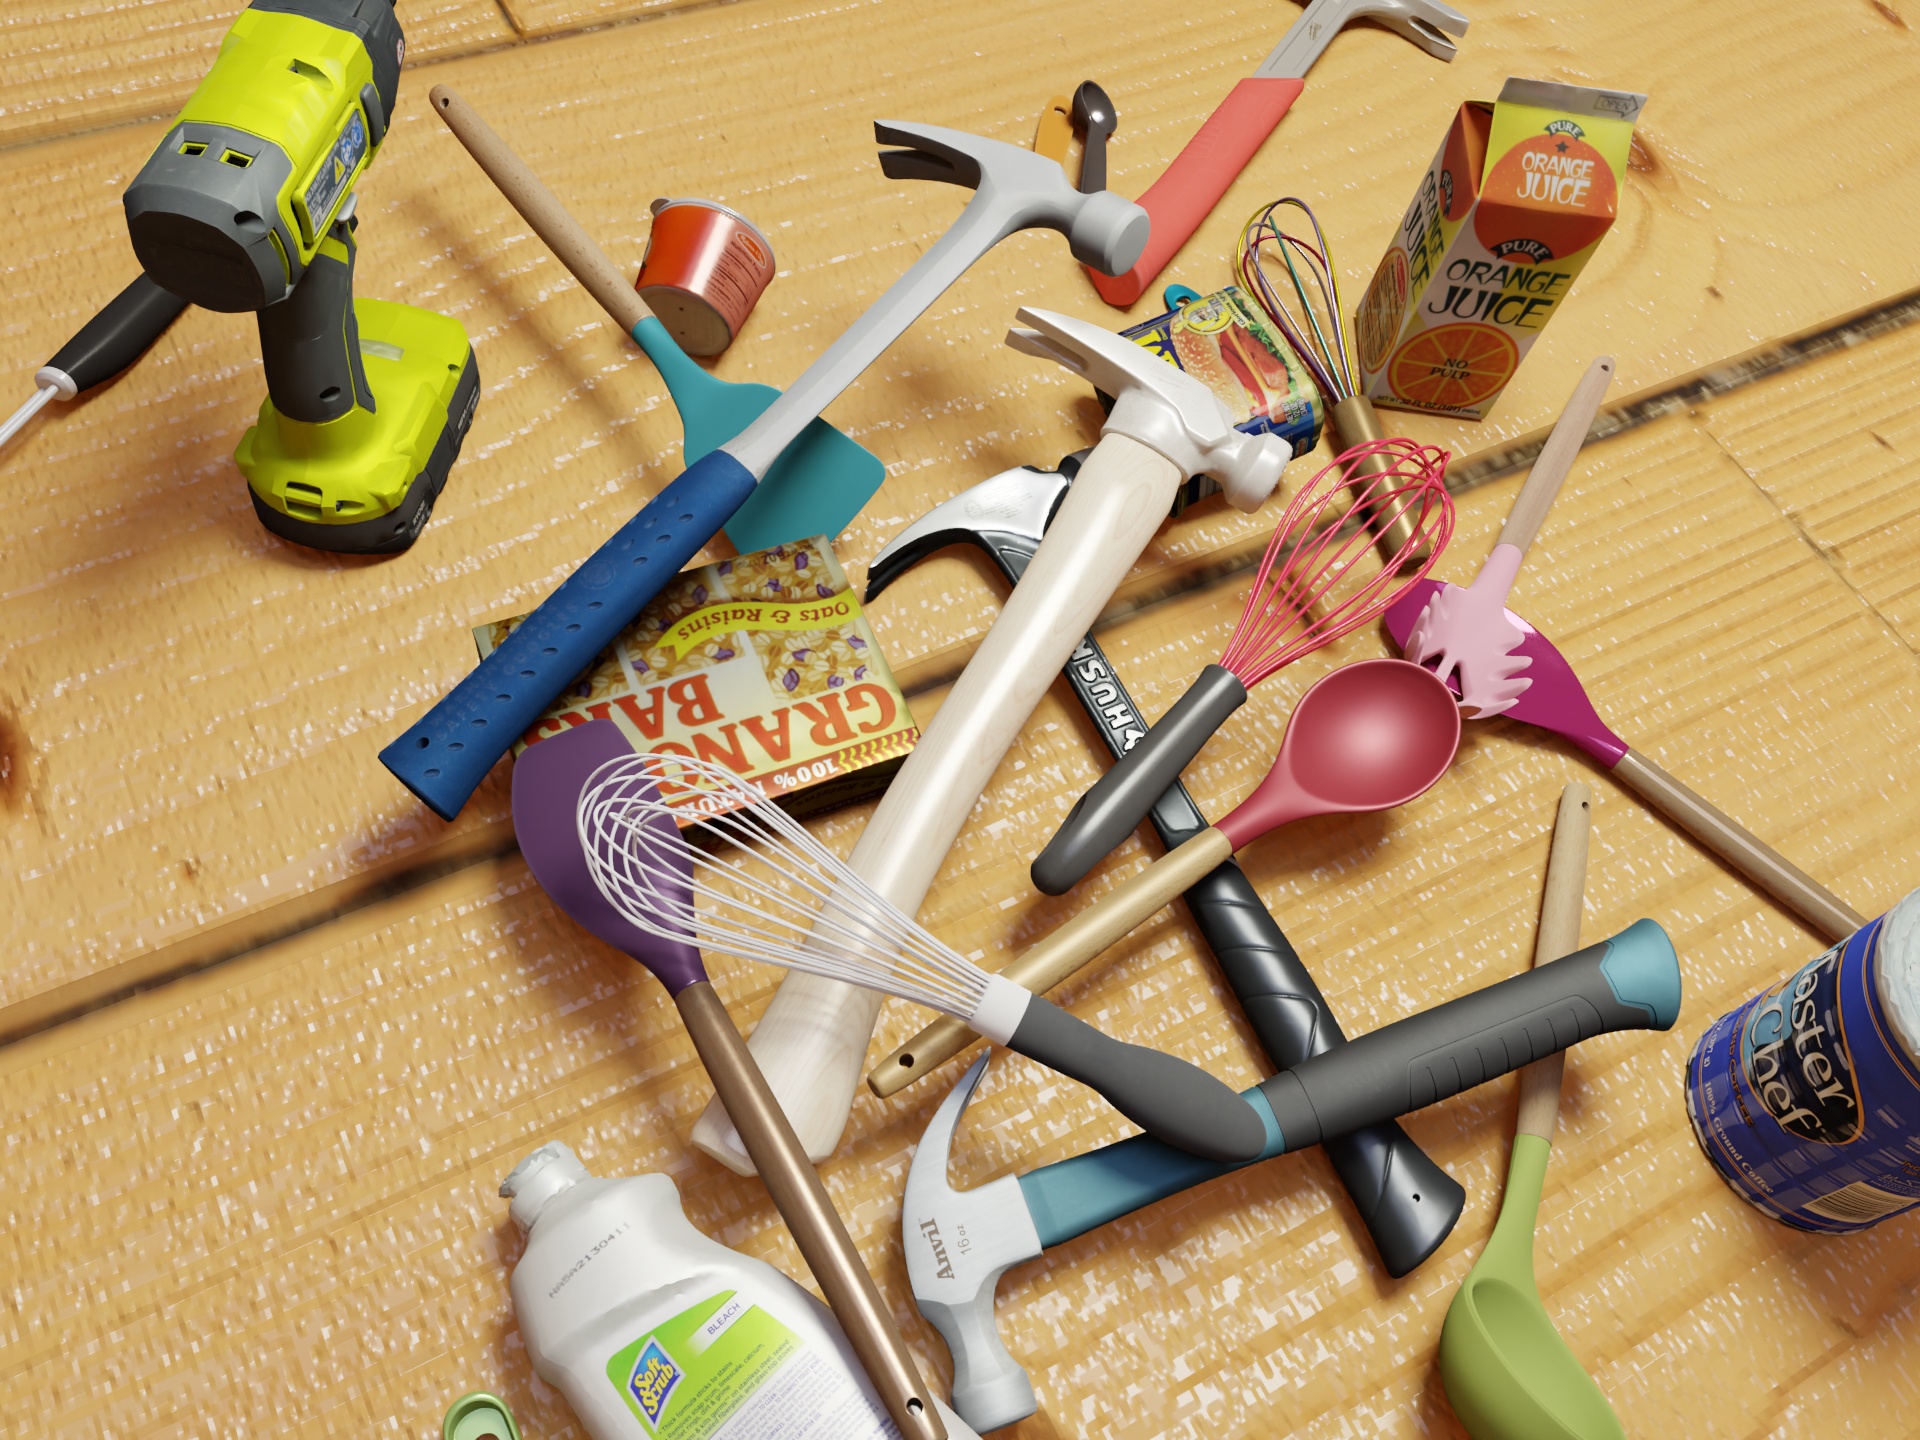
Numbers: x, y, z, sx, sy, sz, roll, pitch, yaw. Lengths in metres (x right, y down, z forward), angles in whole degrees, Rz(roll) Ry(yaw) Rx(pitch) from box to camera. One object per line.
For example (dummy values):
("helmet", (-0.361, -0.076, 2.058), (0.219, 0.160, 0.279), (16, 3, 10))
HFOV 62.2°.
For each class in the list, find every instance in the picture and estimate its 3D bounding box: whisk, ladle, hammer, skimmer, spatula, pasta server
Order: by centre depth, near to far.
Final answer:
("whisk", (-0.014, 0.091, 0.587), (0.284, 0.070, 0.070), (27, 59, 1))
("spatula", (-0.090, 0.122, 0.589), (0.060, 0.018, 0.316), (-25, 61, -19))
("hammer", (0.134, 0.152, 0.620), (0.331, 0.033, 0.128), (-19, 68, -9))
("ladle", (0.091, 0.064, 0.661), (0.315, 0.031, 0.069), (-31, 65, -24))
("ladle", (0.251, 0.150, 0.662), (0.078, 0.062, 0.320), (37, 53, -19))
("hammer", (-0.001, -0.002, 0.678), (0.146, 0.038, 0.411), (31, 66, 0))
("hammer", (-0.095, -0.120, 0.695), (0.144, 0.035, 0.405), (34, 71, 23))
("skimmer", (-0.458, -0.132, 0.696), (0.127, 0.090, 0.363), (3, 50, 30))
("whisk", (0.130, -0.029, 0.707), (0.073, 0.073, 0.296), (39, 68, 14))
("hammer", (0.095, 0.049, 0.709), (0.149, 0.036, 0.409), (-20, 64, -18))
("spatula", (-0.166, -0.205, 0.782), (0.082, 0.044, 0.318), (-44, 74, 11))
("pasta server", (0.296, -0.106, 0.823), (0.060, 0.040, 0.316), (36, 55, 2))
("whisk", (0.203, -0.186, 0.870), (0.047, 0.051, 0.245), (-17, 66, 5))
("hammer", (0.183, -0.365, 0.972), (0.149, 0.036, 0.359), (30, 59, 9))

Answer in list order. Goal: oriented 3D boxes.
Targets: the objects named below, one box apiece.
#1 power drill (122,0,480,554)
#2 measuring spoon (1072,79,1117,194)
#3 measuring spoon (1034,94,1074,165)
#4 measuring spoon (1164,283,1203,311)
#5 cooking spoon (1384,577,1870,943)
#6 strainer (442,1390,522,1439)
("power drill", (-0.268, -0.192, 0.683), (0.080, 0.223, 0.171), (13, 58, -2))
("measuring spoon", (0.074, -0.329, 0.945), (0.034, 0.018, 0.124), (28, 56, -38))
("measuring spoon", (0.052, -0.337, 0.951), (0.021, 0.011, 0.117), (19, 54, -8))
("measuring spoon", (0.150, -0.198, 0.881), (0.042, 0.021, 0.129), (-28, 57, -7))
("cooking spoon", (0.339, 0.035, 0.766), (0.319, 0.017, 0.069), (40, 58, 15))
("strainer", (-0.110, 0.327, 0.486), (0.151, 0.069, 0.257), (-21, 66, -20))
